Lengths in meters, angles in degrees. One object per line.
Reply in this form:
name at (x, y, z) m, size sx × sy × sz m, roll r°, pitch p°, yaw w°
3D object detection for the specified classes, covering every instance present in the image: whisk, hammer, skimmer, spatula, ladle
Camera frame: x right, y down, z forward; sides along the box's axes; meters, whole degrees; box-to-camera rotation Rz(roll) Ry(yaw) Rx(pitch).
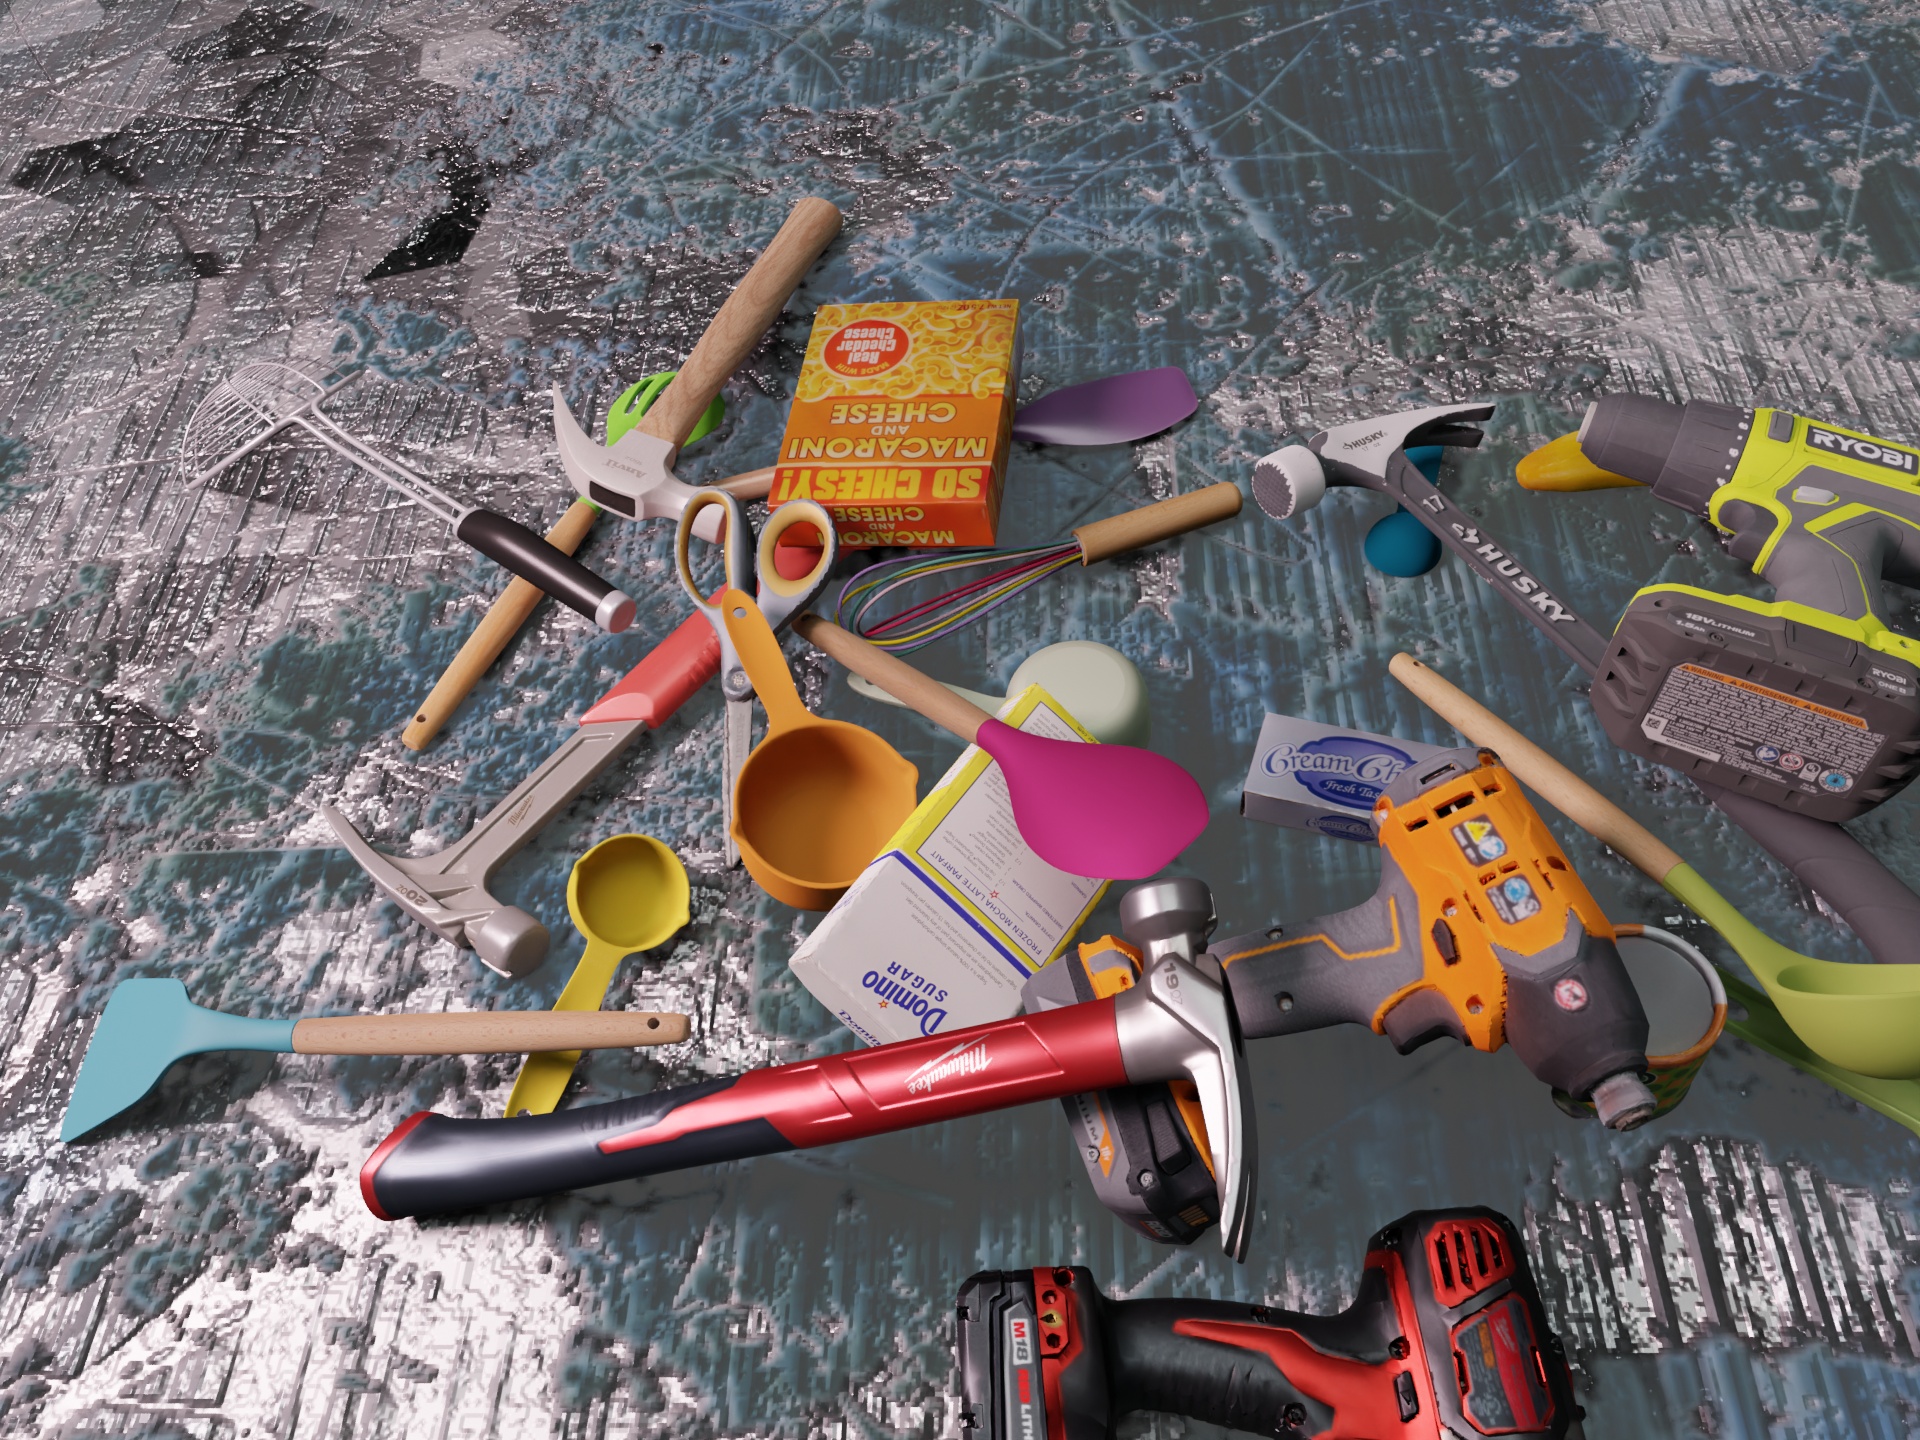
whisk at (0.047, -0.086, 0.881) m, size 0.245 × 0.051 × 0.047 m, roll -19°, pitch 18°, yaw -13°
hammer at (-0.167, -0.027, 0.869) m, size 0.149 × 0.036 × 0.359 m, roll 30°, pitch 63°, yaw 26°
skimmer at (-0.325, -0.124, 0.945) m, size 0.363 × 0.090 × 0.127 m, roll 30°, pitch 58°, yaw 22°
spatula at (-0.275, 0.148, 0.735) m, size 0.317 × 0.044 × 0.082 m, roll -3°, pitch 56°, yaw 9°
hammer at (-0.149, -0.240, 1.004) m, size 0.130 × 0.031 × 0.331 m, roll 20°, pitch 49°, yaw 3°
hammer at (0.327, -0.023, 0.784) m, size 0.149 × 0.036 × 0.409 m, roll -24°, pitch 57°, yaw -23°
hammer at (-0.075, 0.173, 0.645) m, size 0.386 × 0.038 × 0.143 m, roll -15°, pitch 59°, yaw 15°
spatula at (-0.011, -0.167, 0.964) m, size 0.316 × 0.018 × 0.060 m, roll -12°, pitch 52°, yaw -3°
ladle at (0.303, 0.043, 0.709) m, size 0.078 × 0.062 × 0.320 m, roll -5°, pitch 34°, yaw -29°

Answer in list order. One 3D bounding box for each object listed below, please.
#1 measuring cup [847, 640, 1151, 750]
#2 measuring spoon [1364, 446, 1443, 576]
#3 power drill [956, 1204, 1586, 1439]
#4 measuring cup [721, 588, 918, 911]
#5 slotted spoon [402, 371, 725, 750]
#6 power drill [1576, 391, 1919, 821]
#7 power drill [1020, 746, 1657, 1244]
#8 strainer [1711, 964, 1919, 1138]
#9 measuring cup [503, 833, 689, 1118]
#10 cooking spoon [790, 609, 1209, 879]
measuring cup at (0.017, -0.016, 0.831) m, size 0.167 × 0.038 × 0.083 m, roll 12°, pitch 55°, yaw 14°
measuring spoon at (0.258, -0.135, 0.899) m, size 0.042 × 0.021 × 0.129 m, roll 11°, pitch 57°, yaw 16°
power drill at (0.116, 0.279, 0.575) m, size 0.226 × 0.080 × 0.188 m, roll -5°, pitch 53°, yaw 1°
measuring cup at (-0.084, 0.015, 0.794) m, size 0.095 × 0.052 × 0.174 m, roll -19°, pitch 65°, yaw -16°
slotted spoon at (-0.234, -0.106, 0.945) m, size 0.070 × 0.031 × 0.314 m, roll 19°, pitch 59°, yaw 16°
power drill at (0.380, -0.074, 0.762) m, size 0.190 × 0.080 × 0.229 m, roll 21°, pitch 49°, yaw 16°
power drill at (0.155, 0.125, 0.647) m, size 0.226 × 0.084 × 0.164 m, roll -28°, pitch 53°, yaw 7°
strainer at (0.418, 0.156, 0.627) m, size 0.256 × 0.069 × 0.151 m, roll 29°, pitch 62°, yaw 24°
measuring cup at (-0.181, 0.128, 0.758) m, size 0.062 × 0.029 × 0.157 m, roll 30°, pitch 70°, yaw -19°
cooking spoon at (-0.001, -0.002, 0.741) m, size 0.069 × 0.017 × 0.319 m, roll -40°, pitch 37°, yaw -15°
